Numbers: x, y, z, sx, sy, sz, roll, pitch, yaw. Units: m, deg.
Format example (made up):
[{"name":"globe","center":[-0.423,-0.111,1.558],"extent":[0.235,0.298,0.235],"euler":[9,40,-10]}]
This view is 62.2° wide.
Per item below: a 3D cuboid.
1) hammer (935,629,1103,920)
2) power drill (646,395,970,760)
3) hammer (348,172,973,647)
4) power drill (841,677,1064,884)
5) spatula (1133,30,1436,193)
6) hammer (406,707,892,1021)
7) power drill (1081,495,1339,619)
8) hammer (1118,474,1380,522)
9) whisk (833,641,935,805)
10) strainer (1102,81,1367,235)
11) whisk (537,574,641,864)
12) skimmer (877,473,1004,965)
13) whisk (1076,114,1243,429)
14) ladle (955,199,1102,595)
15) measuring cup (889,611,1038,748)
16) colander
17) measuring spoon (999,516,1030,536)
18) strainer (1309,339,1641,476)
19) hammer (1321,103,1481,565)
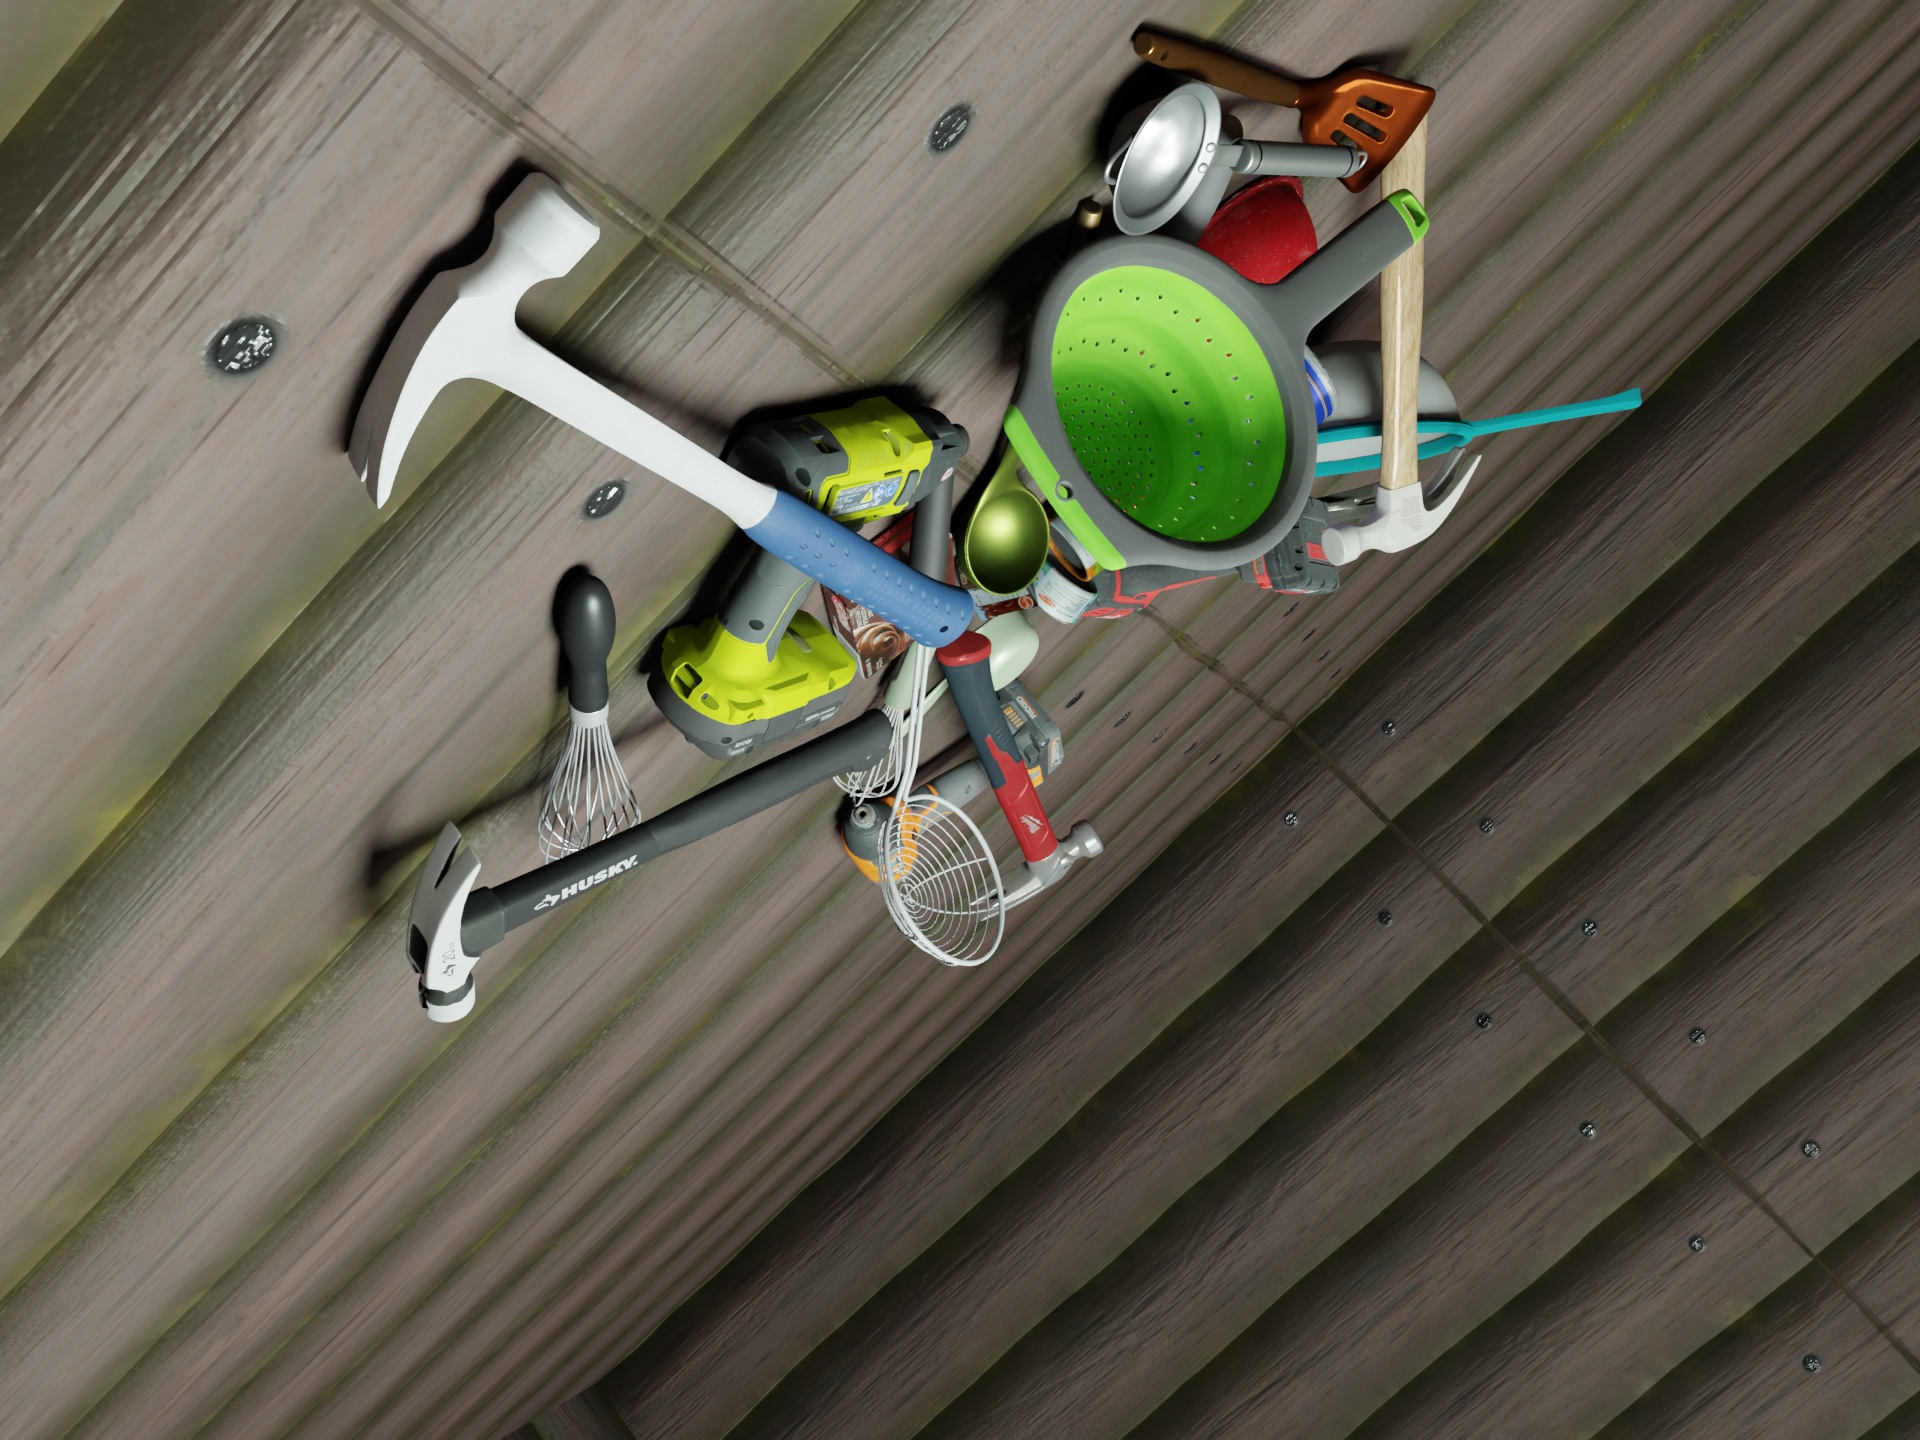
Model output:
[{"name":"hammer","center":[0.028,0.052,1.424],"extent":[0.143,0.038,0.385],"euler":[-31,143,-4]},{"name":"power drill","center":[-0.088,-0.090,0.947],"extent":[0.171,0.080,0.223],"euler":[-23,152,-47]},{"name":"hammer","center":[-0.110,-0.104,0.771],"extent":[0.144,0.035,0.405],"euler":[-44,150,12]},{"name":"power drill","center":[-0.014,0.061,1.504],"extent":[0.226,0.084,0.164],"euler":[-37,162,-6]},{"name":"spatula","center":[0.190,-0.367,0.936],"extent":[0.322,0.041,0.081],"euler":[-18,152,-53]},{"name":"hammer","center":[-0.179,0.064,0.979],"extent":[0.335,0.035,0.146],"euler":[-26,149,-33]},{"name":"power drill","center":[0.201,-0.131,1.356],"extent":[0.220,0.078,0.143],"euler":[-9,177,29]},{"name":"hammer","center":[0.246,-0.192,1.408],"extent":[0.149,0.037,0.359],"euler":[-8,179,38]},{"name":"whisk","center":[-0.054,-0.013,1.288],"extent":[0.246,0.059,0.058],"euler":[115,-9,-45]},{"name":"strainer","center":[0.156,-0.323,0.911],"extent":[0.258,0.050,0.086],"euler":[-15,139,-40]},{"name":"whisk","center":[-0.219,0.010,0.941],"extent":[0.070,0.070,0.284],"euler":[-32,156,-31]},{"name":"skimmer","center":[-0.002,-0.003,1.077],"extent":[0.127,0.090,0.363],"euler":[-42,143,-56]},{"name":"whisk","center":[0.127,-0.277,1.017],"extent":[0.055,0.055,0.238],"euler":[-29,155,-39]},{"name":"ladle","center":[0.053,-0.197,1.032],"extent":[0.078,0.062,0.320],"euler":[-31,158,-28]},{"name":"measuring cup","center":[0.003,-0.025,1.387],"extent":[0.167,0.038,0.083],"euler":[-46,164,6]},{"name":"colander","center":[0.159,-0.223,0.989],"extent":[0.397,0.204,0.094],"euler":[-41,-171,-30]},{"name":"measuring spoon","center":[0.035,-0.135,1.230],"extent":[0.042,0.021,0.128],"euler":[-19,167,-16]},{"name":"strainer","center":[0.379,-0.274,1.321],"extent":[0.340,0.095,0.211],"euler":[-8,179,14]},{"name":"hammer","center":[0.325,-0.281,1.165],"extent":[0.130,0.031,0.331],"euler":[-19,121,-19]}]
